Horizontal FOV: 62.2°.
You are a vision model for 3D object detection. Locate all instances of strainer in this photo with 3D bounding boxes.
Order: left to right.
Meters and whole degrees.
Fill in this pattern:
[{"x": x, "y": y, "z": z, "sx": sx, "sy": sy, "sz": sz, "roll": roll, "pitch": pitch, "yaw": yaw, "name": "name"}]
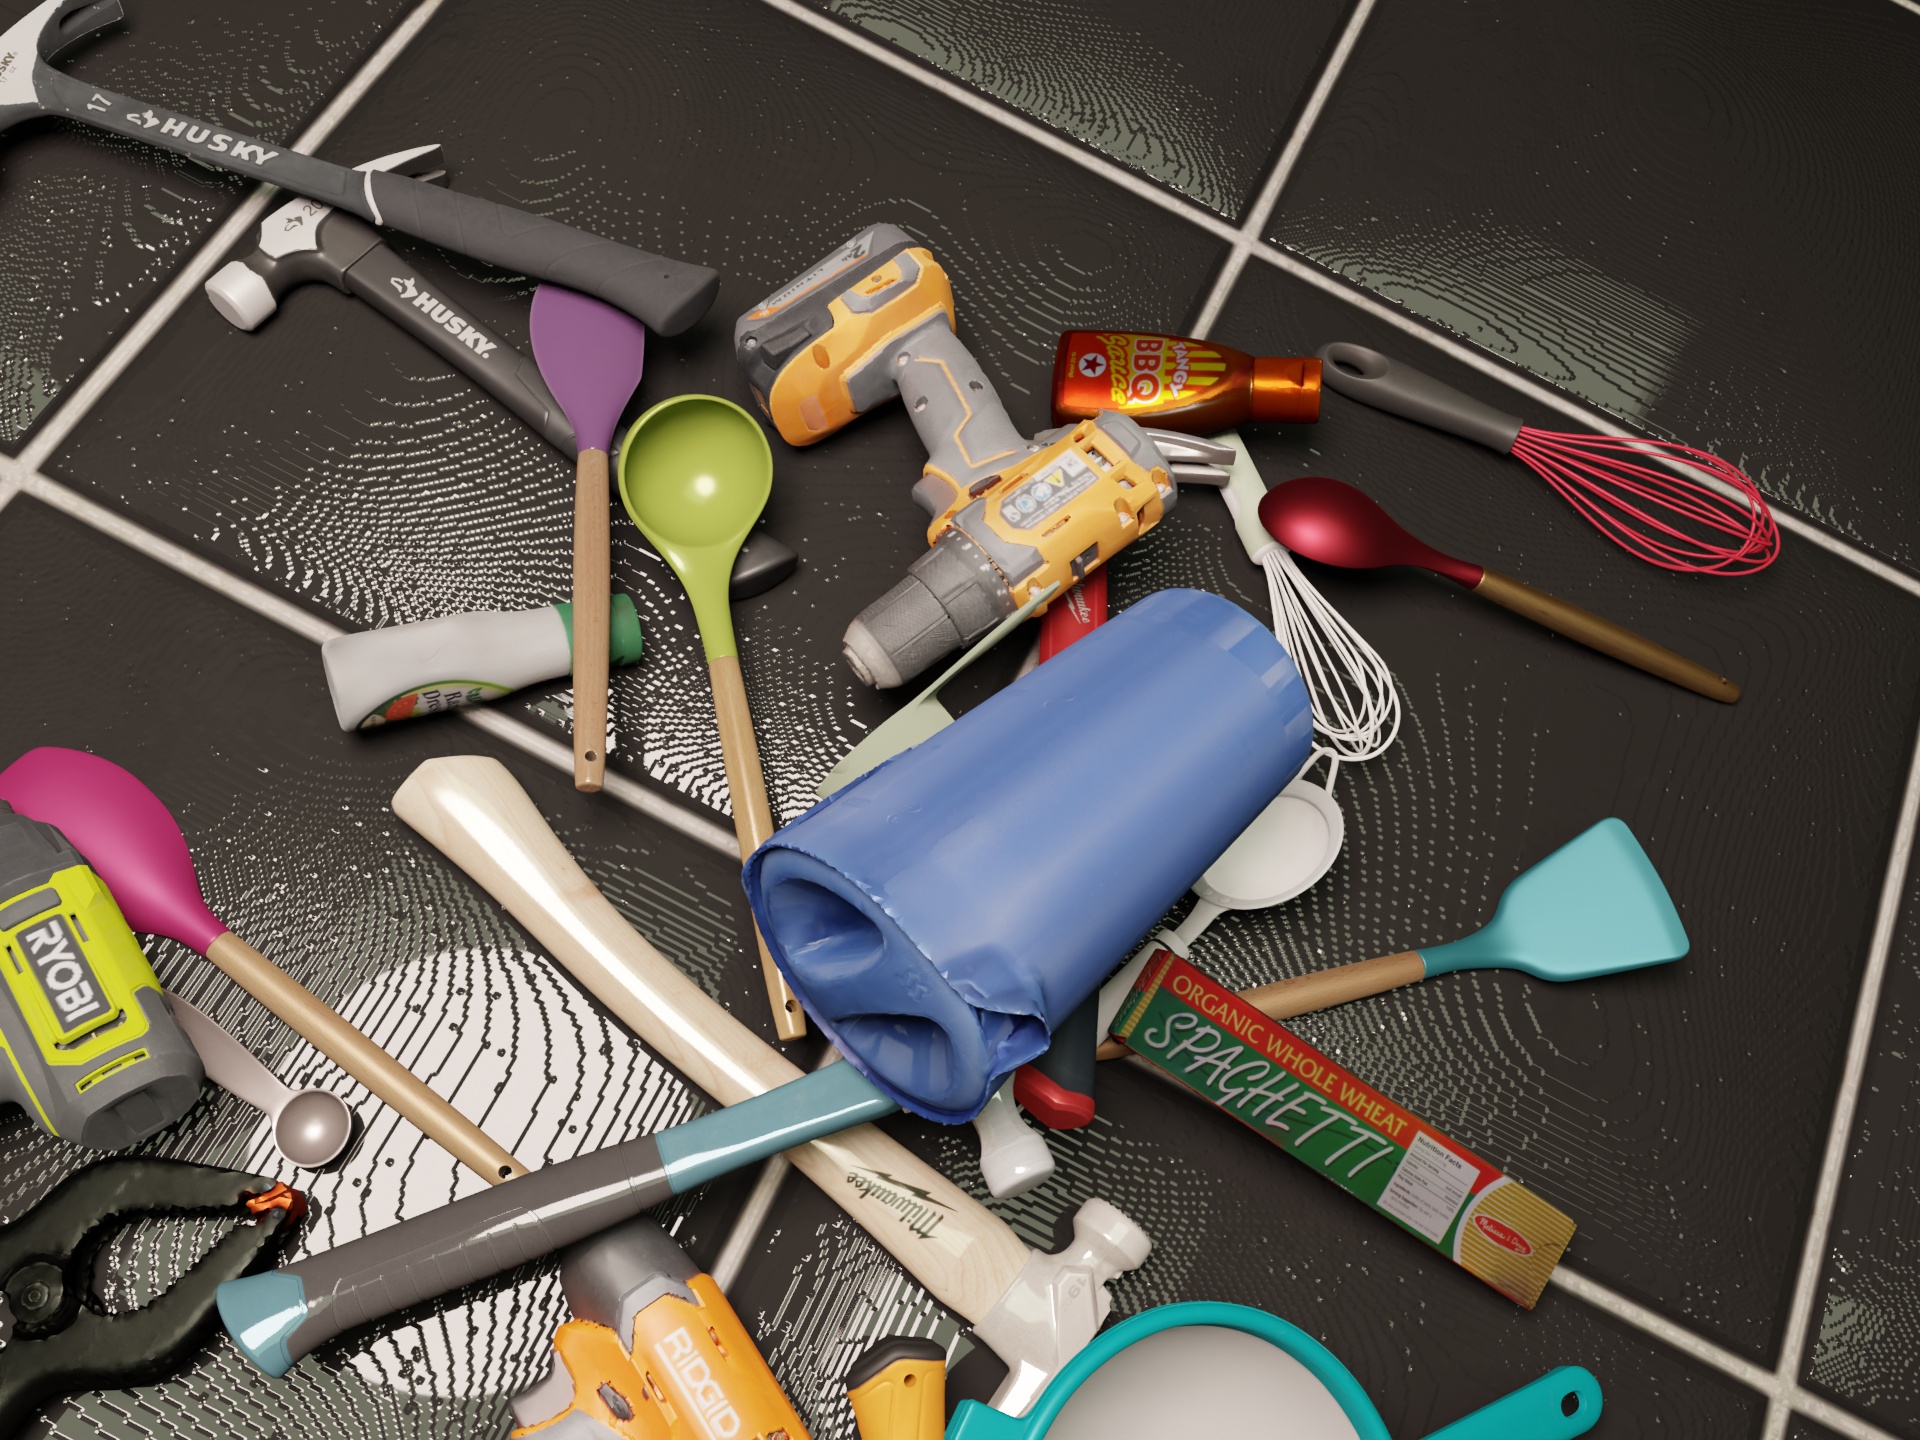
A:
[{"x": 0.110, "y": 0.110, "z": 0.797, "sx": 0.258, "sy": 0.087, "sz": 0.050, "roll": -40, "pitch": 125, "yaw": -21, "name": "strainer"}, {"x": 0.138, "y": 0.346, "z": 0.698, "sx": 0.340, "sy": 0.095, "sz": 0.211, "roll": -8, "pitch": 78, "yaw": -31, "name": "strainer"}]

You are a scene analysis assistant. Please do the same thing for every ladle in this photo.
[{"x": -0.107, "y": -0.008, "z": 0.762, "sx": 0.078, "sy": 0.062, "sz": 0.320, "roll": -6, "pitch": 72, "yaw": -21, "name": "ladle"}, {"x": 0.312, "y": -0.069, "z": 0.900, "sx": 0.315, "sy": 0.031, "sz": 0.069, "roll": 21, "pitch": 46, "yaw": -13, "name": "ladle"}]

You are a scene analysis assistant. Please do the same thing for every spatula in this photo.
[{"x": -0.187, "y": -0.112, "z": 0.800, "sx": 0.059, "sy": 0.018, "sz": 0.316, "roll": 1, "pitch": 65, "yaw": -15, "name": "spatula"}, {"x": 0.215, "y": 0.126, "z": 0.816, "sx": 0.317, "sy": 0.044, "sz": 0.082, "roll": -12, "pitch": 64, "yaw": -14, "name": "spatula"}]

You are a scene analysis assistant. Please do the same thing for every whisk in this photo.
[{"x": 0.177, "y": -0.087, "z": 0.893, "sx": 0.059, "sy": 0.057, "sz": 0.246, "roll": -18, "pitch": 69, "yaw": -7, "name": "whisk"}, {"x": 0.349, "y": -0.161, "z": 0.951, "sx": 0.296, "sy": 0.073, "sz": 0.073, "roll": 25, "pitch": 66, "yaw": 6, "name": "whisk"}]

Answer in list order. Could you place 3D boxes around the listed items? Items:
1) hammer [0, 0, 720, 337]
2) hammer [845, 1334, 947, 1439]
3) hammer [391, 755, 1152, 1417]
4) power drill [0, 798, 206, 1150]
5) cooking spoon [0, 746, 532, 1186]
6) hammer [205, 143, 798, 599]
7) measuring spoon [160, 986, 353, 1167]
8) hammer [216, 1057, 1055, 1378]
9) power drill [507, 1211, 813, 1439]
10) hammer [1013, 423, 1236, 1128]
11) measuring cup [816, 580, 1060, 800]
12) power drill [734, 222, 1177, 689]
[{"x": -0.325, "y": -0.284, "z": 0.838, "sx": 0.409, "sy": 0.036, "sz": 0.149, "roll": 18, "pitch": 65, "yaw": 1, "name": "hammer"}, {"x": -0.024, "y": 0.426, "z": 0.636, "sx": 0.127, "sy": 0.034, "sz": 0.337, "roll": 6, "pitch": 75, "yaw": -8, "name": "hammer"}, {"x": -0.112, "y": 0.167, "z": 0.741, "sx": 0.411, "sy": 0.038, "sz": 0.146, "roll": 39, "pitch": 68, "yaw": 6, "name": "hammer"}, {"x": -0.452, "y": 0.138, "z": 0.647, "sx": 0.223, "sy": 0.080, "sz": 0.171, "roll": -29, "pitch": 66, "yaw": -26, "name": "power drill"}, {"x": -0.320, "y": 0.117, "z": 0.728, "sx": 0.319, "sy": 0.017, "sz": 0.069, "roll": 36, "pitch": 67, "yaw": 5, "name": "cooking spoon"}, {"x": -0.225, "y": -0.178, "z": 0.854, "sx": 0.335, "sy": 0.035, "sz": 0.146, "roll": 37, "pitch": 67, "yaw": 4, "name": "hammer"}, {"x": -0.323, "y": 0.158, "z": 0.717, "sx": 0.124, "sy": 0.018, "sz": 0.034, "roll": 33, "pitch": 76, "yaw": 10, "name": "measuring spoon"}, {"x": -0.136, "y": 0.191, "z": 0.662, "sx": 0.331, "sy": 0.033, "sz": 0.128, "roll": -19, "pitch": 60, "yaw": -12, "name": "hammer"}, {"x": -0.190, "y": 0.306, "z": 0.649, "sx": 0.226, "sy": 0.084, "sz": 0.164, "roll": -29, "pitch": 75, "yaw": -24, "name": "power drill"}, {"x": 0.071, "y": 0.010, "z": 0.797, "sx": 0.143, "sy": 0.038, "sz": 0.387, "roll": 3, "pitch": 60, "yaw": 1, "name": "hammer"}, {"x": -0.001, "y": -0.002, "z": 0.770, "sx": 0.038, "sy": 0.167, "sz": 0.083, "roll": 50, "pitch": 26, "yaw": 4, "name": "measuring cup"}, {"x": -0.027, "y": -0.134, "z": 0.822, "sx": 0.185, "sy": 0.084, "sz": 0.226, "roll": -38, "pitch": 65, "yaw": -9, "name": "power drill"}]
